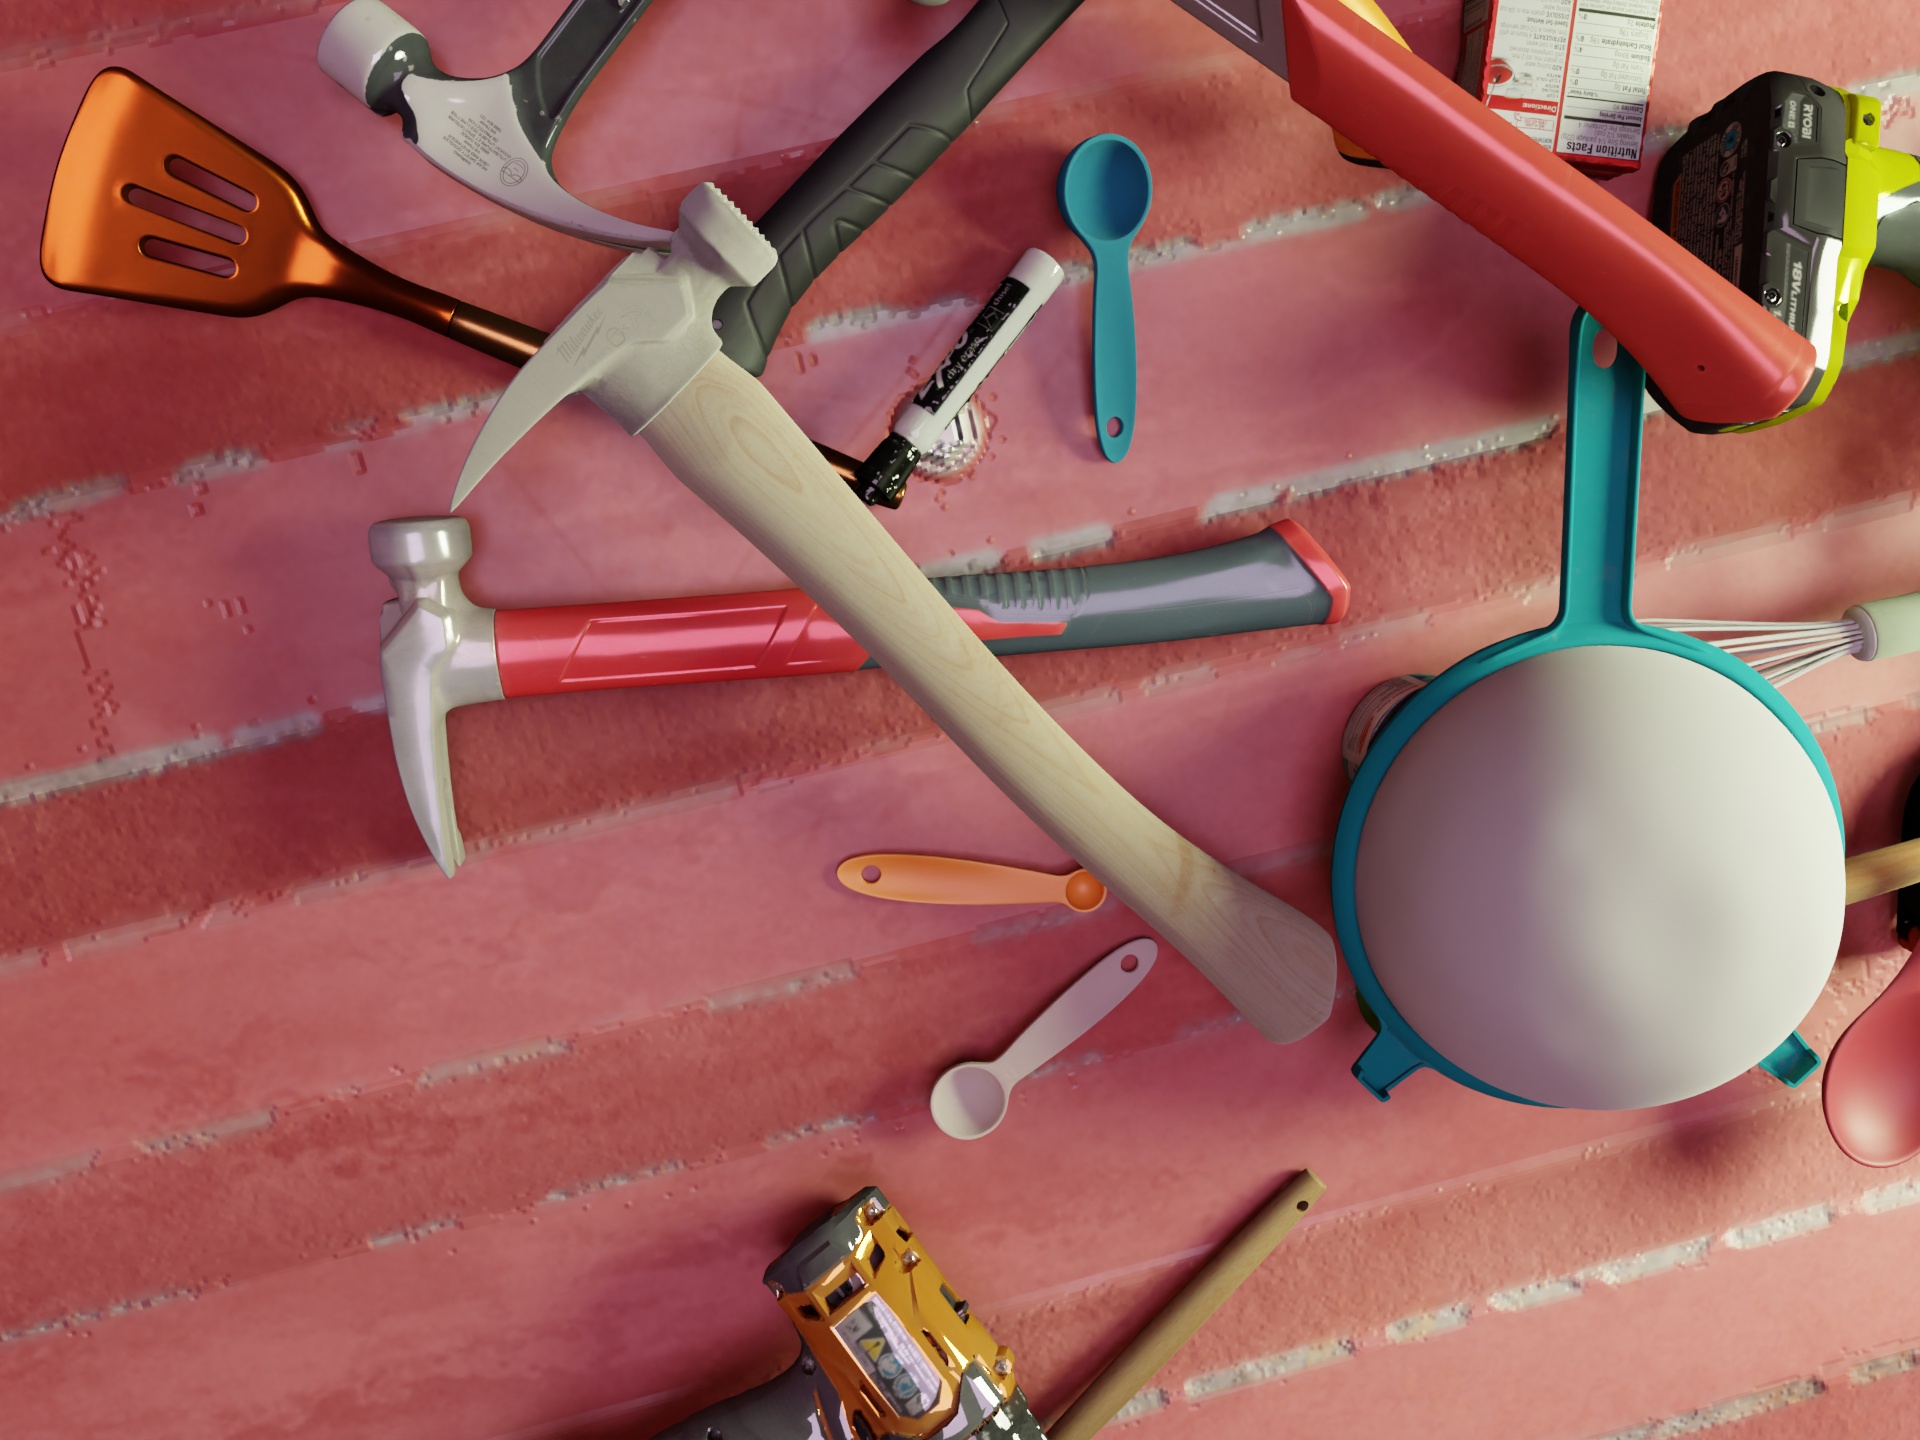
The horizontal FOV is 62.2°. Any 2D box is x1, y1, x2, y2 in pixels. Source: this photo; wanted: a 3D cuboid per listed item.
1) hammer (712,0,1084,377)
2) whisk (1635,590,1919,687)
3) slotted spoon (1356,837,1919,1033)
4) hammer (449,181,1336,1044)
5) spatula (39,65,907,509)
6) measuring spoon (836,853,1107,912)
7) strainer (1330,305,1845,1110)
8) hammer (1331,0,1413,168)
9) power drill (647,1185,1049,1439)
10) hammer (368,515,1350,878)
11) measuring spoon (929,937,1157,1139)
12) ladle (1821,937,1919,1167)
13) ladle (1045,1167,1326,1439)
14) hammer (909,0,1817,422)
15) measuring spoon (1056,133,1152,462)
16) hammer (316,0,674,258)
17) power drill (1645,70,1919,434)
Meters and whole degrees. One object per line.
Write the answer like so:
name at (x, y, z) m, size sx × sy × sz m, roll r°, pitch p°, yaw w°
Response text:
hammer at (0.005, -0.261, 0.609) m, size 0.335 × 0.035 × 0.146 m, roll -44°, pitch 103°, yaw 3°
whisk at (0.375, -0.035, 0.677) m, size 0.246 × 0.059 × 0.057 m, roll -13°, pitch 142°, yaw 1°
slotted spoon at (0.330, 0.087, 0.698) m, size 0.314 × 0.031 × 0.070 m, roll -17°, pitch 107°, yaw 2°
hammer at (-0.001, -0.002, 0.619) m, size 0.146 × 0.038 × 0.410 m, roll -43°, pitch 108°, yaw 8°
spatula at (-0.171, -0.144, 0.607) m, size 0.322 × 0.041 × 0.081 m, roll 20°, pitch 97°, yaw -11°
measuring spoon at (0.005, 0.069, 0.685) m, size 0.117 × 0.011 × 0.021 m, roll 4°, pitch 99°, yaw -4°
strainer at (0.257, 0.009, 0.611) m, size 0.211 × 0.095 × 0.340 m, roll -2°, pitch 103°, yaw 2°
hammer at (0.060, -0.316, 0.535) m, size 0.336 × 0.127 × 0.034 m, roll 37°, pitch 50°, yaw -24°
power drill at (-0.067, 0.337, 0.669) m, size 0.226 × 0.084 × 0.185 m, roll -39°, pitch 81°, yaw 0°
hammer at (-0.033, -0.024, 0.647) m, size 0.386 × 0.038 × 0.143 m, roll -5°, pitch 102°, yaw -6°
measuring spoon at (0.037, 0.136, 0.701) m, size 0.124 × 0.018 × 0.034 m, roll -39°, pitch 102°, yaw -5°
ladle at (0.424, 0.051, 0.665) m, size 0.069 × 0.031 × 0.315 m, roll 0°, pitch 114°, yaw -11°
ladle at (0.055, 0.327, 0.716) m, size 0.320 × 0.062 × 0.078 m, roll -46°, pitch 112°, yaw 0°
hammer at (0.148, -0.218, 0.539) m, size 0.359 × 0.149 × 0.037 m, roll 32°, pitch 53°, yaw -8°
measuring spoon at (0.056, -0.169, 0.643) m, size 0.042 × 0.021 × 0.128 m, roll -14°, pitch 112°, yaw -27°
hammer at (-0.052, -0.352, 0.576) m, size 0.149 × 0.036 × 0.409 m, roll 38°, pitch 92°, yaw -1°
power drill at (0.402, -0.159, 0.639) m, size 0.228 × 0.080 × 0.190 m, roll 6°, pitch 86°, yaw -8°
